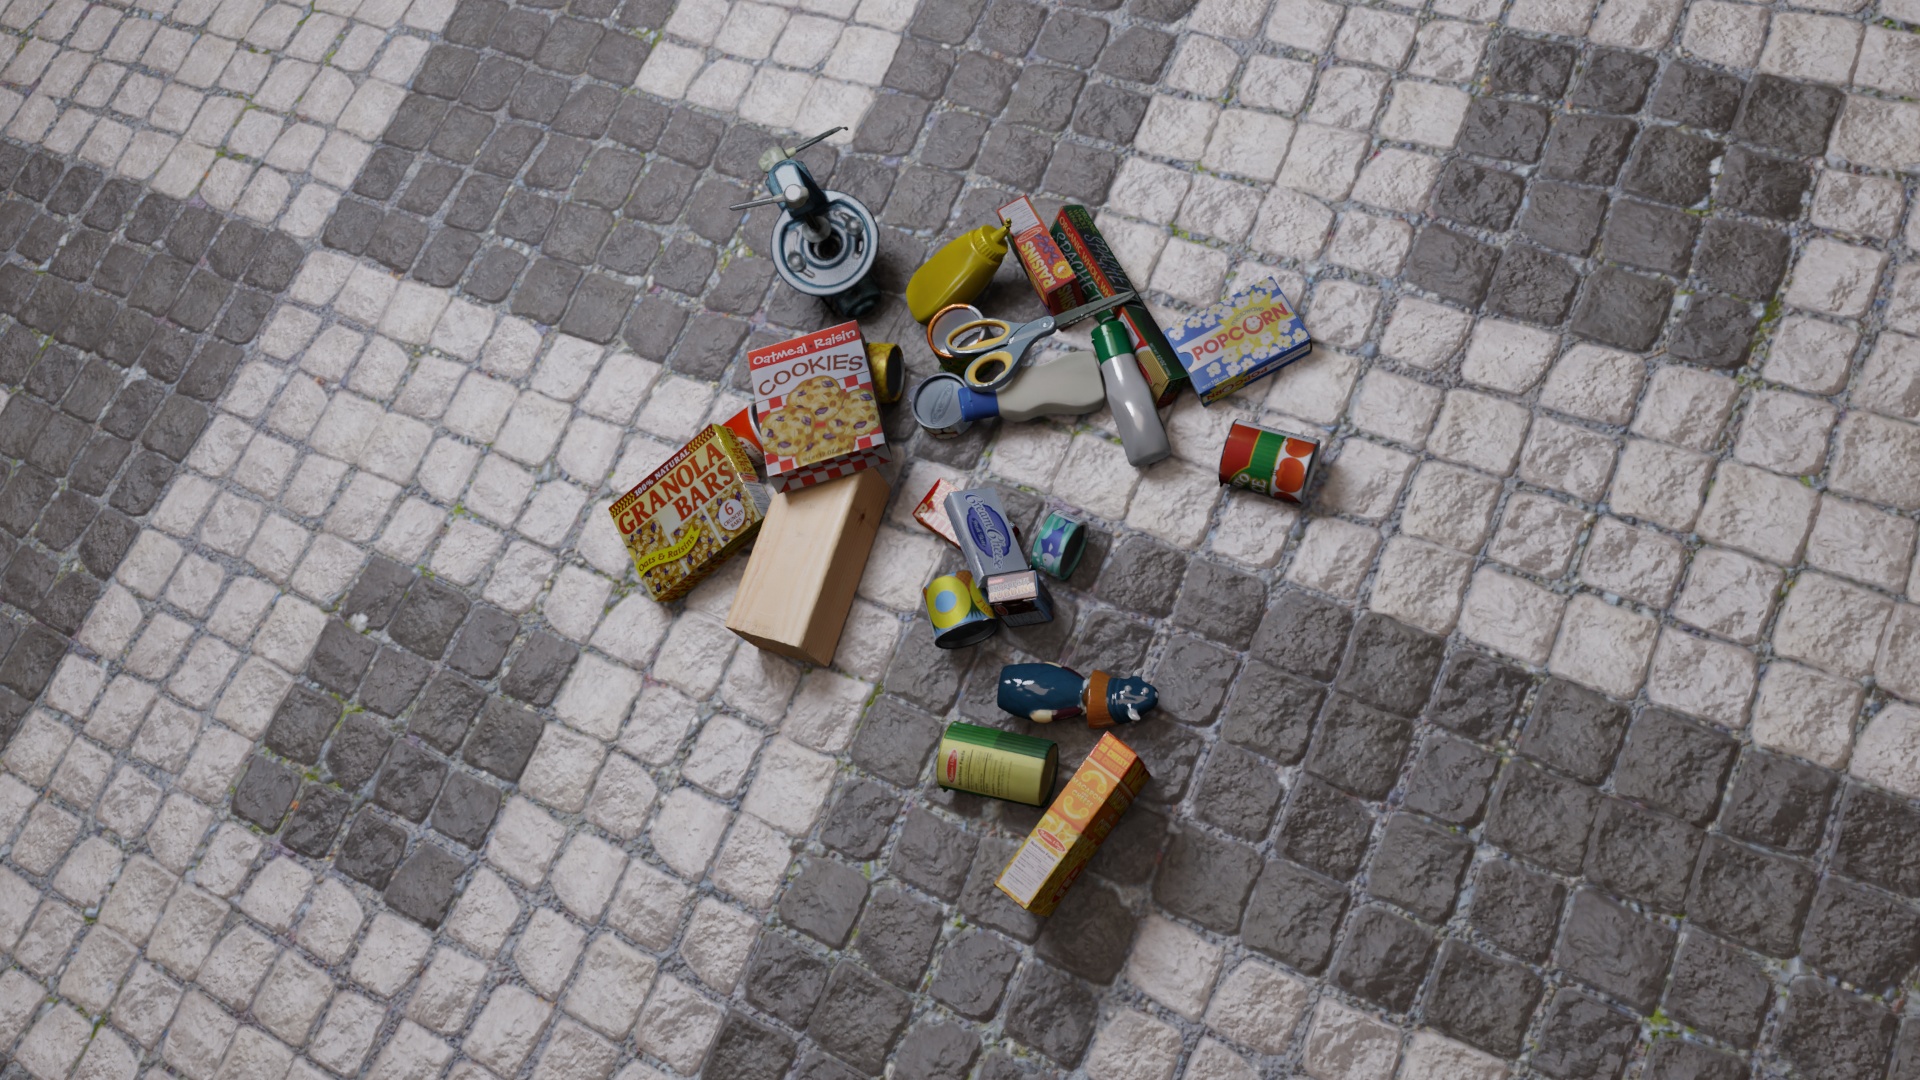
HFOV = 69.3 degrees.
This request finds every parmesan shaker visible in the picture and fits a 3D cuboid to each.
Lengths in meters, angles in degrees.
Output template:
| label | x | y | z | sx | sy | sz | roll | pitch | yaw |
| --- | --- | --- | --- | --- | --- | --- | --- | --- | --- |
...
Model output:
| label | x | y | z | sx | sy | sz | roll | pitch | yaw |
| --- | --- | --- | --- | --- | --- | --- | --- | --- | --- |
| parmesan shaker | 0.036 | 0.217 | 1.330 | 0.103 | 0.071 | 0.071 | 9 | 73 | 18 |

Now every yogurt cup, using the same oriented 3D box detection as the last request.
| label | x | y | z | sx | sy | sz | roll | pitch | yaw |
| --- | --- | --- | --- | --- | --- | --- | --- | --- | --- |
| yogurt cup | -0.233 | -0.111 | 1.527 | 0.054 | 0.072 | 0.072 | -26 | 66 | 14 |

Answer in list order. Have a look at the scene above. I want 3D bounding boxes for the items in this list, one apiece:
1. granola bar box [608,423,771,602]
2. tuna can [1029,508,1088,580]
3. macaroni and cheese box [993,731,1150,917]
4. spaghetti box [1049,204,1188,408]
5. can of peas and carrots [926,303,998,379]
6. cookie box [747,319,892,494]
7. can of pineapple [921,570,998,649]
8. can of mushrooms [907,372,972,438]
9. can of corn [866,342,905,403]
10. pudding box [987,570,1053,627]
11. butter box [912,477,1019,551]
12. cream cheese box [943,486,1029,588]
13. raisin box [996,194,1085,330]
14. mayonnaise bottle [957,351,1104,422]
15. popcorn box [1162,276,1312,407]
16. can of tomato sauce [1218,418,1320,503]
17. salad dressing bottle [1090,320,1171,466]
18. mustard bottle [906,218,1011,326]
| label | x | y | z | sx | sy | sz | roll | pitch | yaw |
| --- | --- | --- | --- | --- | --- | --- | --- | --- | --- |
| granola bar box | -0.289 | -0.028 | 1.491 | 0.165 | 0.039 | 0.124 | -36 | 72 | 19 |
| tuna can | 0.098 | 0.007 | 1.388 | 0.033 | 0.071 | 0.071 | 24 | 79 | 22 |
| macaroni and cheese box | 0.106 | 0.261 | 1.260 | 0.040 | 0.123 | 0.166 | 35 | 83 | 21 |
| spaghetti box | 0.163 | -0.251 | 1.471 | 0.029 | 0.050 | 0.251 | -13 | 62 | -26 |
| can of peas and carrots | 0.000 | -0.213 | 1.501 | 0.071 | 0.058 | 0.071 | -5 | 69 | 14 |
| cookie box | -0.147 | -0.139 | 1.435 | 0.123 | 0.040 | 0.168 | -16 | 58 | 2 |
| can of pineapple | 0.000 | 0.069 | 1.392 | 0.071 | 0.071 | 0.058 | -21 | 66 | 8 |
| can of mushrooms | -0.019 | -0.146 | 1.495 | 0.071 | 0.033 | 0.071 | -5 | 70 | 14 |
| can of corn | -0.098 | -0.182 | 1.511 | 0.058 | 0.071 | 0.071 | 4 | 72 | 16 |
| pudding box | 0.060 | 0.058 | 1.370 | 0.049 | 0.083 | 0.030 | -9 | 69 | 13 |
| butter box | 0.005 | -0.018 | 1.446 | 0.103 | 0.024 | 0.053 | 33 | 81 | 23 |
| cream cheese box | 0.025 | -0.004 | 1.394 | 0.053 | 0.024 | 0.104 | -8 | 61 | -27 |
| raisin box | 0.088 | -0.297 | 1.492 | 0.040 | 0.086 | 0.124 | -28 | 65 | 2 |
| mayonnaise bottle | 0.073 | -0.155 | 1.452 | 0.148 | 0.041 | 0.065 | -11 | 71 | -2 |
| popcorn box | 0.285 | -0.205 | 1.429 | 0.127 | 0.038 | 0.085 | -27 | 67 | 4 |
| can of tomato sauce | 0.302 | -0.076 | 1.362 | 0.083 | 0.071 | 0.071 | 17 | 76 | 20 |
| salad dressing bottle | 0.172 | -0.151 | 1.418 | 0.044 | 0.064 | 0.148 | -16 | 78 | -5 |
| mustard bottle | 0.006 | -0.294 | 1.495 | 0.159 | 0.049 | 0.065 | -36 | 61 | 39 |
